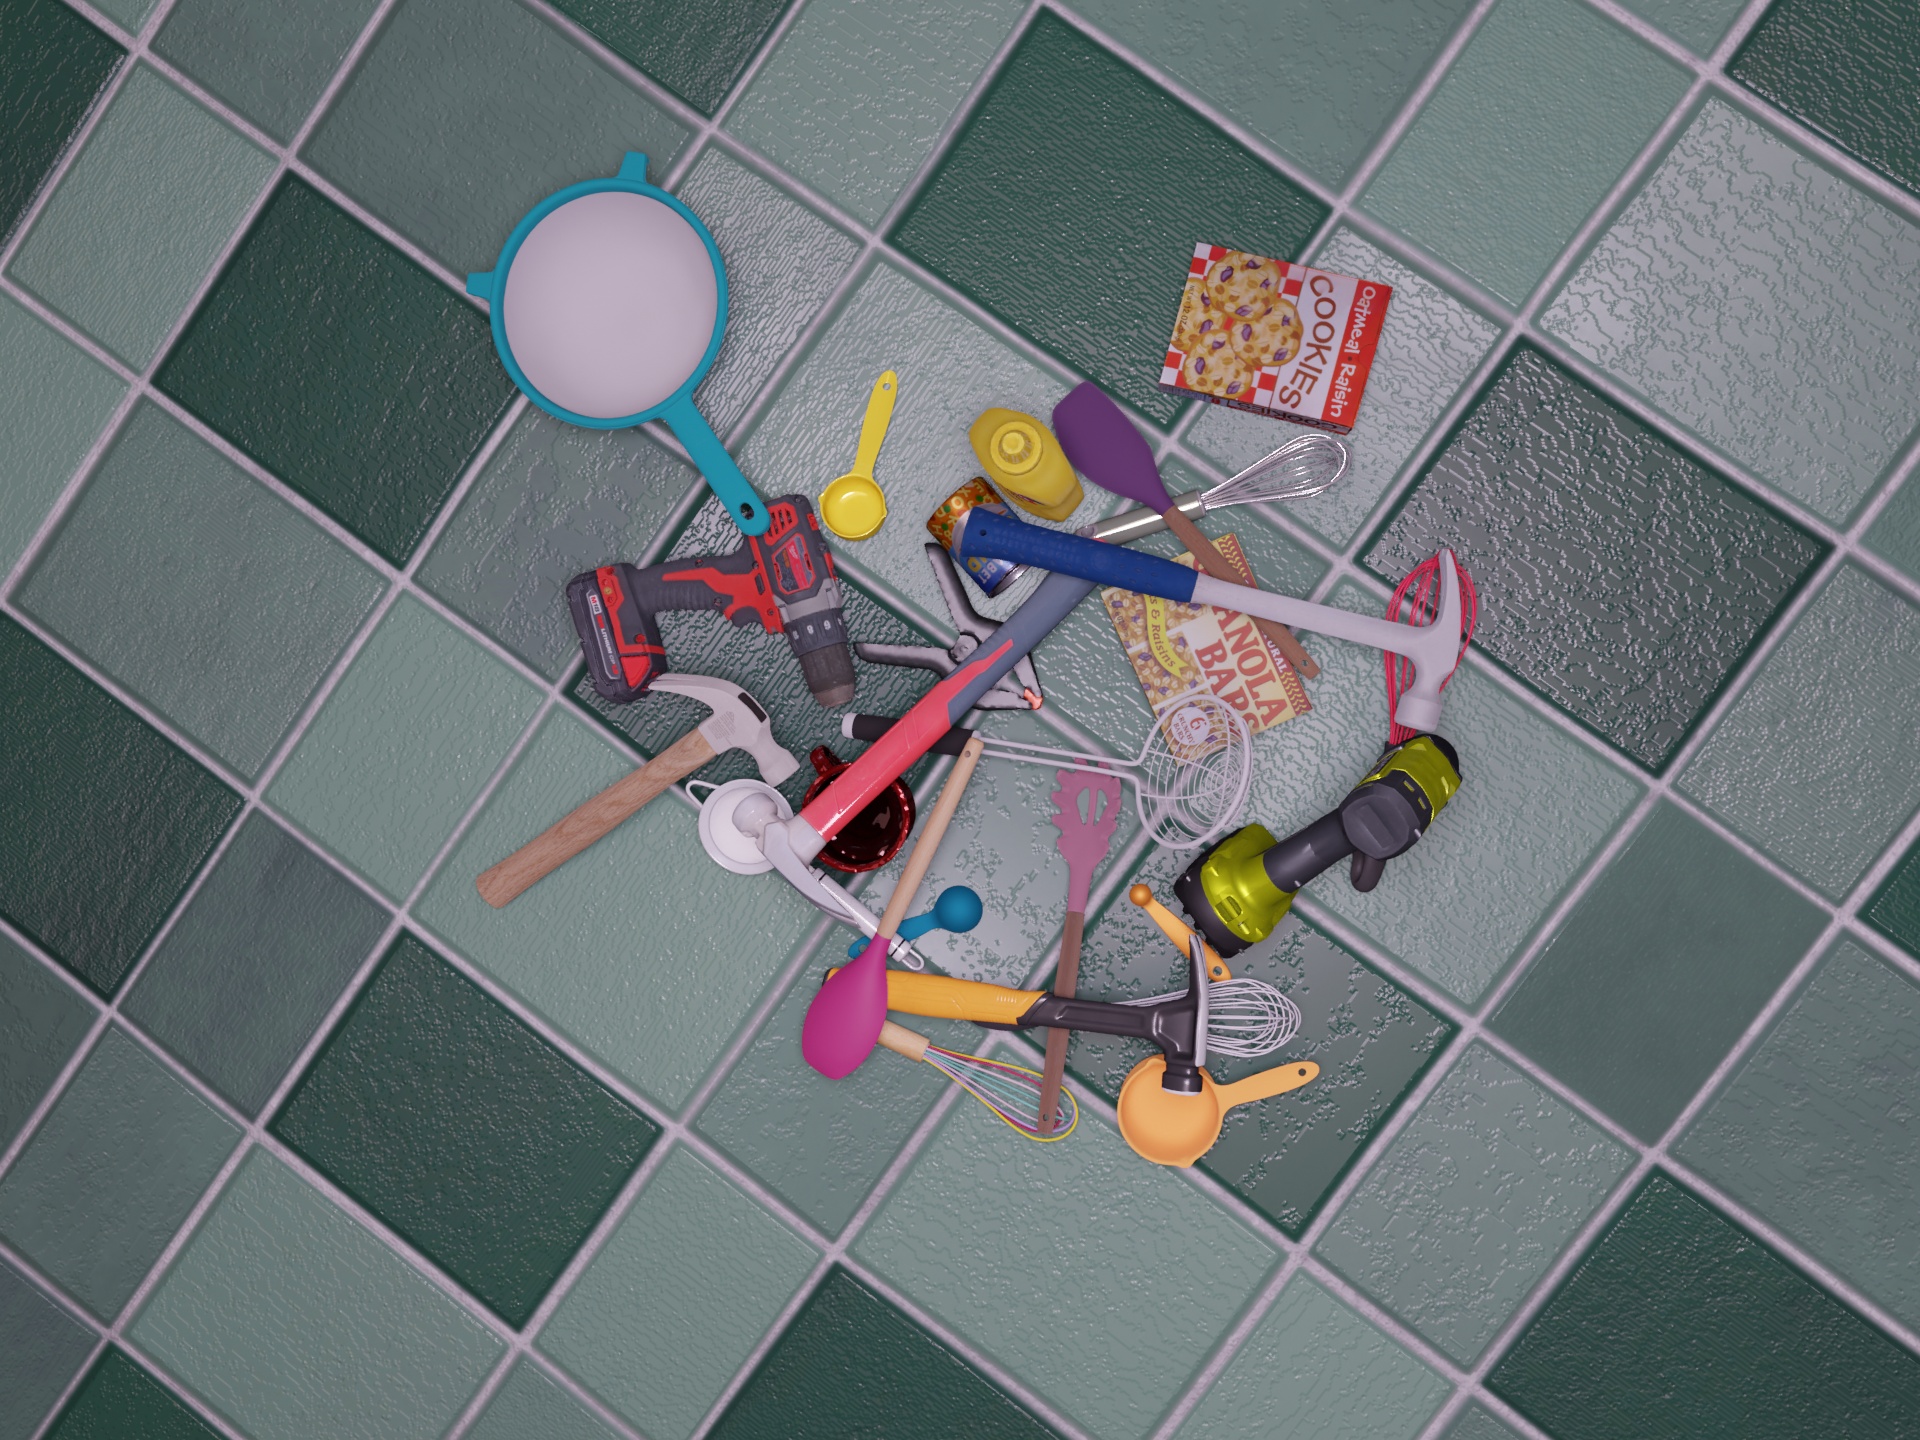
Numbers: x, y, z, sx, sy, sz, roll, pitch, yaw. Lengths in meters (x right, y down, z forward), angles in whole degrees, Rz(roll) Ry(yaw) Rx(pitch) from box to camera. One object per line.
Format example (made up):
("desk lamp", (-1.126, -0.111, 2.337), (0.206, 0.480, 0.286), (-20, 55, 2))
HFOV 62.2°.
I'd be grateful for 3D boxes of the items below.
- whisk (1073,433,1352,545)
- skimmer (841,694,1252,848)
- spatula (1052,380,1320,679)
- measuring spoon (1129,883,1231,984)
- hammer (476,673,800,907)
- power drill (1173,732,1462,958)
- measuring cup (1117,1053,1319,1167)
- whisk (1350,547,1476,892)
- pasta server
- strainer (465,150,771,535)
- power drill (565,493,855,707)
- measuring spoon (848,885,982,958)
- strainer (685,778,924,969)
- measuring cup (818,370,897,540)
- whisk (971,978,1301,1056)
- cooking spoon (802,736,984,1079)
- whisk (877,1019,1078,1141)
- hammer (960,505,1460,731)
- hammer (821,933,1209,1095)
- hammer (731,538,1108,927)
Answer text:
("whisk", (0.212, -0.187, 1.352), (0.246, 0.059, 0.058), (-17, 52, 11))
("skimmer", (0.063, 0.023, 1.320), (0.363, 0.090, 0.127), (9, 82, 17))
("spatula", (0.189, -0.154, 1.327), (0.060, 0.018, 0.316), (-42, 81, 10))
("measuring spoon", (0.190, 0.185, 1.373), (0.117, 0.011, 0.021), (45, 96, 4))
("hammer", (-0.300, 0.071, 1.379), (0.331, 0.031, 0.130), (-33, 99, 22))
("power drill", (0.291, 0.092, 1.264), (0.223, 0.171, 0.080), (-38, 86, 37))
("measuring cup", (0.218, 0.315, 1.352), (0.173, 0.052, 0.095), (-18, 89, 5))
("whisk", (0.371, 0.002, 1.328), (0.073, 0.073, 0.296), (13, 97, 7))
("pasta server", (0.092, 0.189, 1.345), (0.060, 0.040, 0.316), (6, 79, 16))
("strainer", (-0.256, -0.301, 1.380), (0.211, 0.095, 0.340), (-34, 88, 8))
("power drill", (-0.209, -0.079, 1.389), (0.226, 0.080, 0.188), (-17, 89, 4))
("measuring spoon", (-0.042, 0.183, 1.396), (0.128, 0.021, 0.042), (-23, 88, 7))
("strainer", (-0.133, 0.134, 1.393), (0.258, 0.050, 0.087), (40, 103, 4))
("measuring cup", (-0.080, -0.231, 1.399), (0.062, 0.029, 0.156), (14, 81, 7))
("whisk", (0.146, 0.251, 1.359), (0.284, 0.070, 0.070), (-1, 91, 12))
("cooking spoon", (-0.054, 0.158, 1.340), (0.069, 0.017, 0.319), (28, 98, 22))
("whisk", (-0.012, 0.301, 1.385), (0.245, 0.051, 0.047), (23, 99, 9))
("hammer", (0.201, -0.111, 1.285), (0.405, 0.035, 0.144), (15, 95, 6))
("hammer", (0.040, 0.229, 1.327), (0.337, 0.034, 0.127), (2, 83, 21))
("hammer", (-0.002, -0.004, 1.305), (0.386, 0.038, 0.143), (-43, 63, -10))
